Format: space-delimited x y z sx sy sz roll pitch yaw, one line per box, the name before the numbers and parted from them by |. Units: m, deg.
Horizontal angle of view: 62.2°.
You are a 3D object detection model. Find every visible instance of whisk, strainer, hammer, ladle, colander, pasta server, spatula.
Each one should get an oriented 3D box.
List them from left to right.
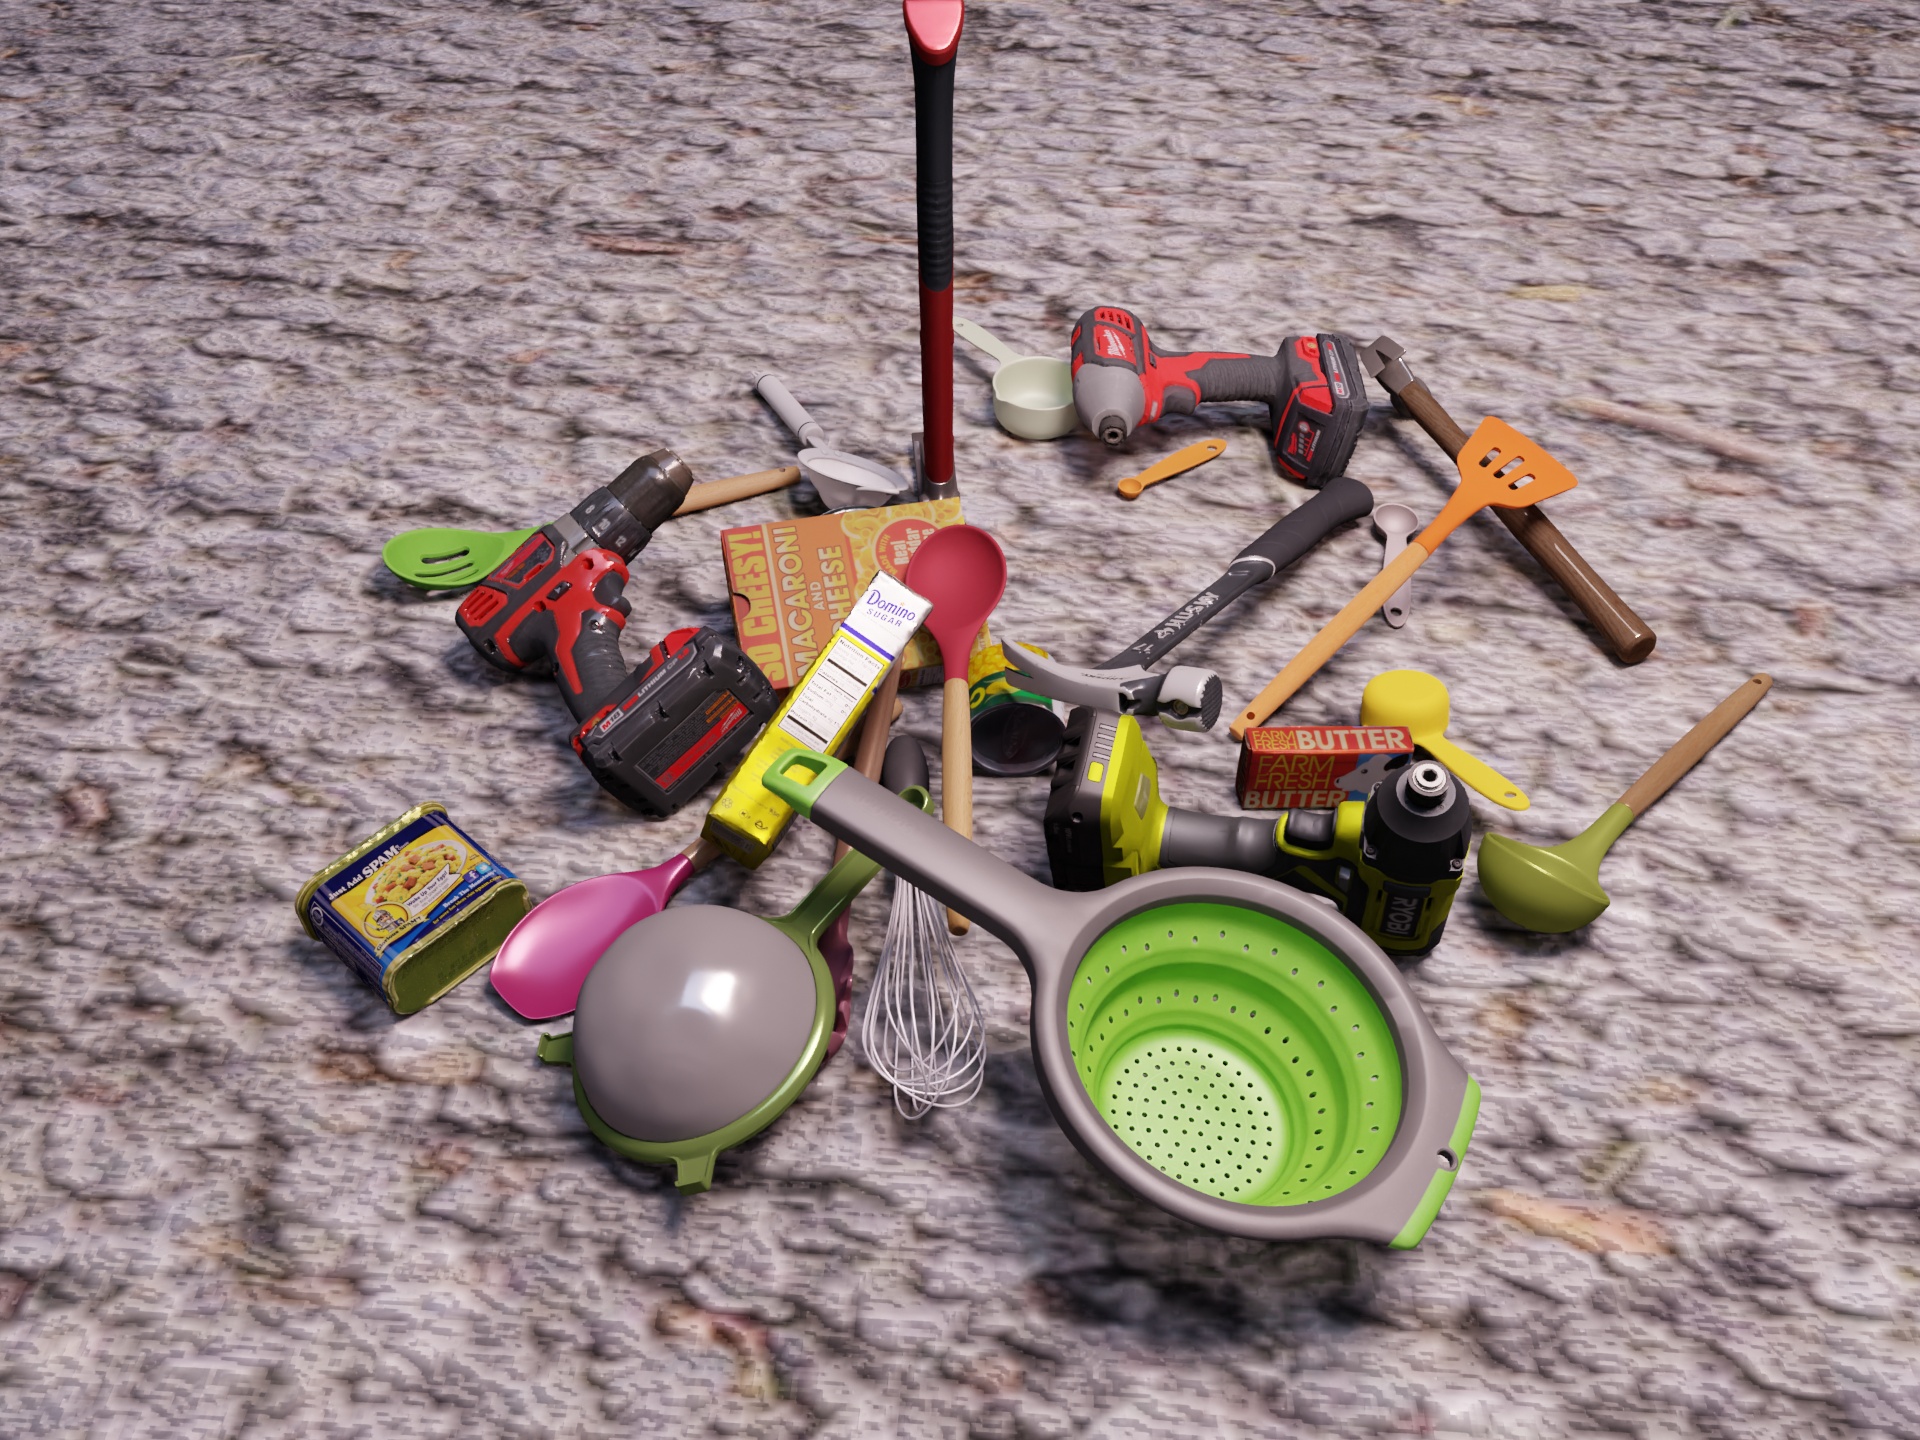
strainer | -0.111 0.113 0.848 0.152 0.069 0.256 27 65 40
strainer | -0.113 -0.218 1.244 0.086 0.050 0.259 3 33 -34
pasta server | -0.067 0.068 0.940 0.060 0.040 0.316 -5 51 20
whisk | -0.027 0.106 0.920 0.070 0.070 0.285 -3 40 -3
hammer | -0.018 -0.302 1.083 0.038 0.385 0.143 -3 45 -3
ladle | -0.002 -0.003 0.967 0.069 0.031 0.316 -10 47 11
colander | 0.061 0.142 0.826 0.397 0.094 0.204 30 50 14
hammer | 0.181 -0.093 1.062 0.149 0.036 0.409 10 28 33
spatula | 0.296 -0.096 1.083 0.322 0.041 0.081 -43 72 -12
hammer | 0.396 -0.170 1.173 0.031 0.130 0.332 -41 55 18
ladle | 0.429 0.036 0.990 0.320 0.062 0.078 -32 49 -31

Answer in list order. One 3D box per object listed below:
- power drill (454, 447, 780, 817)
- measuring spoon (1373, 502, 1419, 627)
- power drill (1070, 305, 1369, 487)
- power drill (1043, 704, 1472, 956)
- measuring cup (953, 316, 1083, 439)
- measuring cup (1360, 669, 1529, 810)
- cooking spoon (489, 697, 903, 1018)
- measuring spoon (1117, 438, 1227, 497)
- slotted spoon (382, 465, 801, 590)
power drill | -0.210 -0.067 1.031 0.188 0.080 0.227 -43 54 -4
measuring spoon | 0.317 -0.111 1.164 0.034 0.018 0.124 8 53 5
power drill | 0.194 -0.251 1.231 0.219 0.078 0.143 7 45 -5
power drill | 0.165 0.059 0.884 0.223 0.171 0.080 8 60 13
measuring cup | 0.038 -0.284 1.313 0.083 0.038 0.168 -25 49 -23
measuring cup | 0.308 0.010 1.001 0.062 0.029 0.157 -15 30 -14
cooking spoon | -0.148 0.073 0.971 0.069 0.017 0.319 40 57 18
measuring spoon | 0.168 -0.198 1.249 0.117 0.011 0.021 -29 52 -30
slotted spoon | -0.266 -0.148 1.183 0.313 0.031 0.070 -17 48 -19
